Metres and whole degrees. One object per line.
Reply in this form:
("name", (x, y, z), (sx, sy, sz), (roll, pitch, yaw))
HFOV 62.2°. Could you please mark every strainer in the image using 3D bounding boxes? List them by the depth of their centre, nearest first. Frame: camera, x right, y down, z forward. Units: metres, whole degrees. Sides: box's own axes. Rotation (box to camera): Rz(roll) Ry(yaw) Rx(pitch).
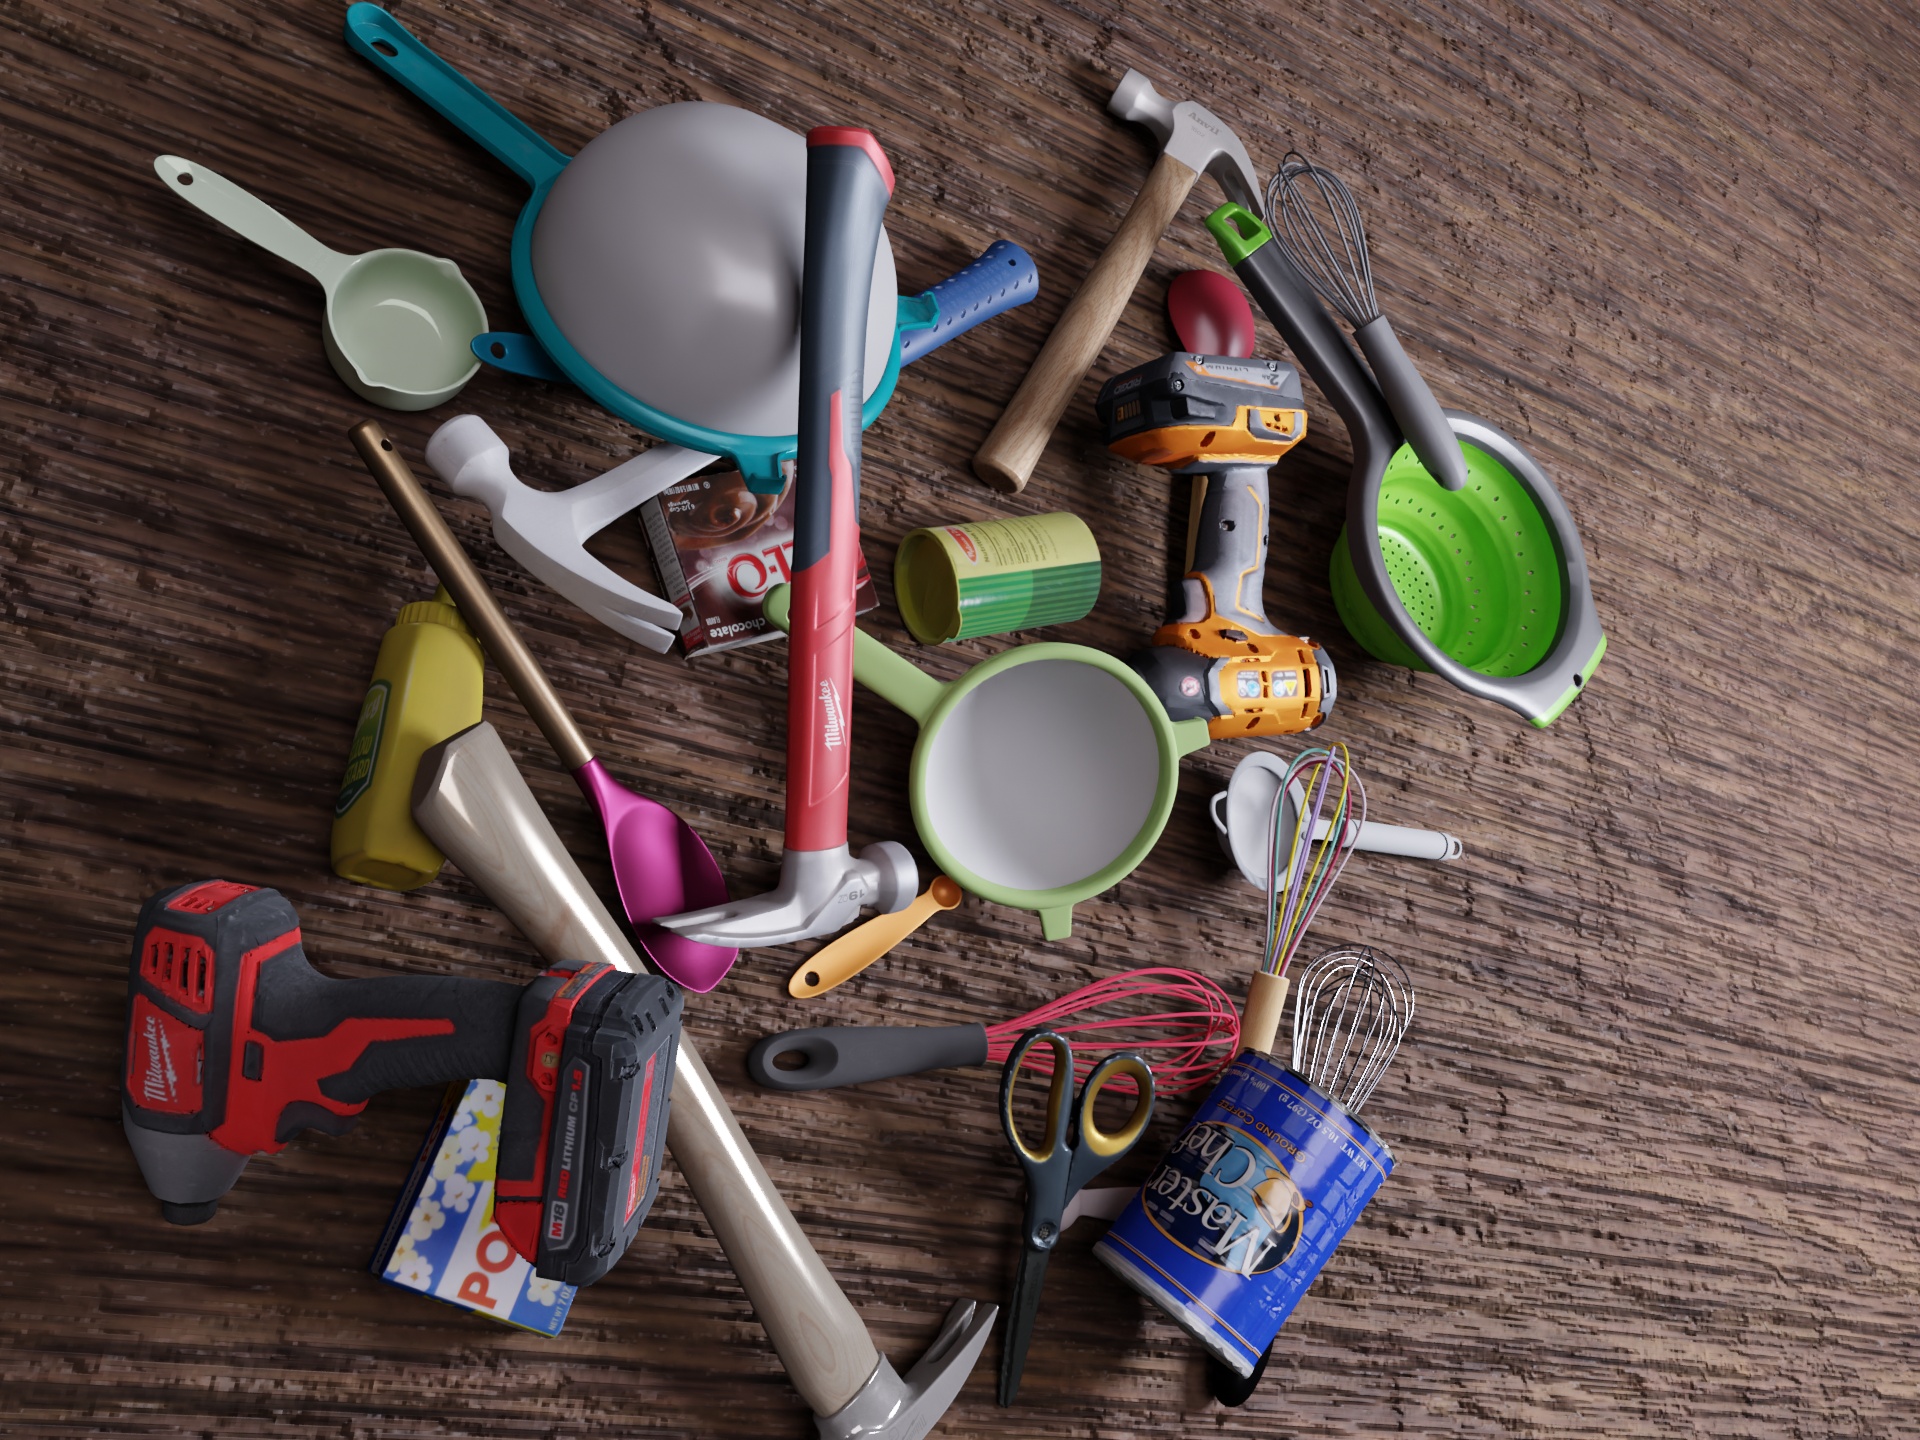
("strainer", (-0.165, -0.281, 0.806), (0.340, 0.095, 0.211), (37, 50, -3))
("strainer", (-0.001, -0.003, 0.878), (0.256, 0.069, 0.151), (33, 96, -15))
("strainer", (0.238, 0.073, 1.022), (0.258, 0.050, 0.087), (10, 76, -34))

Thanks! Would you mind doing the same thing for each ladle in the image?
("ladle", (0.160, -0.161, 1.044), (0.069, 0.031, 0.315), (13, 73, -21))

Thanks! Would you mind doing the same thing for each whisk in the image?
("whisk", (0.028, 0.175, 0.864), (0.295, 0.073, 0.073), (1, 77, -24))
("whisk", (0.191, 0.130, 0.943), (0.051, 0.047, 0.245), (17, 87, -38))
("whisk", (0.202, 0.263, 0.945), (0.070, 0.070, 0.285), (31, 69, -20))
("whisk", (0.261, -0.251, 1.008), (0.055, 0.055, 0.239), (-34, 97, -32))

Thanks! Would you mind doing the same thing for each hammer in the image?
("hammer", (-0.120, 0.178, 0.744), (0.146, 0.038, 0.410), (-39, 107, -38))
("hammer", (-0.077, -0.082, 0.763), (0.143, 0.038, 0.386), (-7, 105, -41))
("hammer", (-0.082, -0.176, 0.866), (0.144, 0.035, 0.405), (46, 51, 6))
("hammer", (0.096, -0.277, 1.022), (0.130, 0.031, 0.331), (30, 66, -4))

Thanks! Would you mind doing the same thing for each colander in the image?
("colander", (0.270, -0.164, 1.070), (0.204, 0.094, 0.397), (-42, 97, -32))

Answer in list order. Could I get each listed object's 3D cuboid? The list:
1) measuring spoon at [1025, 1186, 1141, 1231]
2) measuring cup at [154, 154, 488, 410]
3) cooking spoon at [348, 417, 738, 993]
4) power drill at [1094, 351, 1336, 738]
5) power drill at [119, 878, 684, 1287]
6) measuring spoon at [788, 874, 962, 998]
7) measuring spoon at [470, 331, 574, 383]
("measuring spoon", (0.092, 0.273, 0.896), (0.124, 0.018, 0.034), (12, 72, -28))
("measuring cup", (-0.313, -0.214, 0.775), (0.167, 0.038, 0.083), (33, 63, -17))
("cooking spoon", (-0.195, -0.001, 0.761), (0.318, 0.017, 0.069), (61, 37, -19))
("power drill", (0.143, -0.101, 0.962), (0.164, 0.084, 0.226), (-4, 88, -32))
("power drill", (-0.235, 0.153, 0.654), (0.219, 0.078, 0.143), (10, 97, 4))
("measuring spoon", (-0.046, 0.118, 0.862), (0.117, 0.011, 0.021), (-30, 86, -29))
("measuring spoon", (-0.199, -0.182, 0.828), (0.128, 0.021, 0.042), (2, 85, -44))
